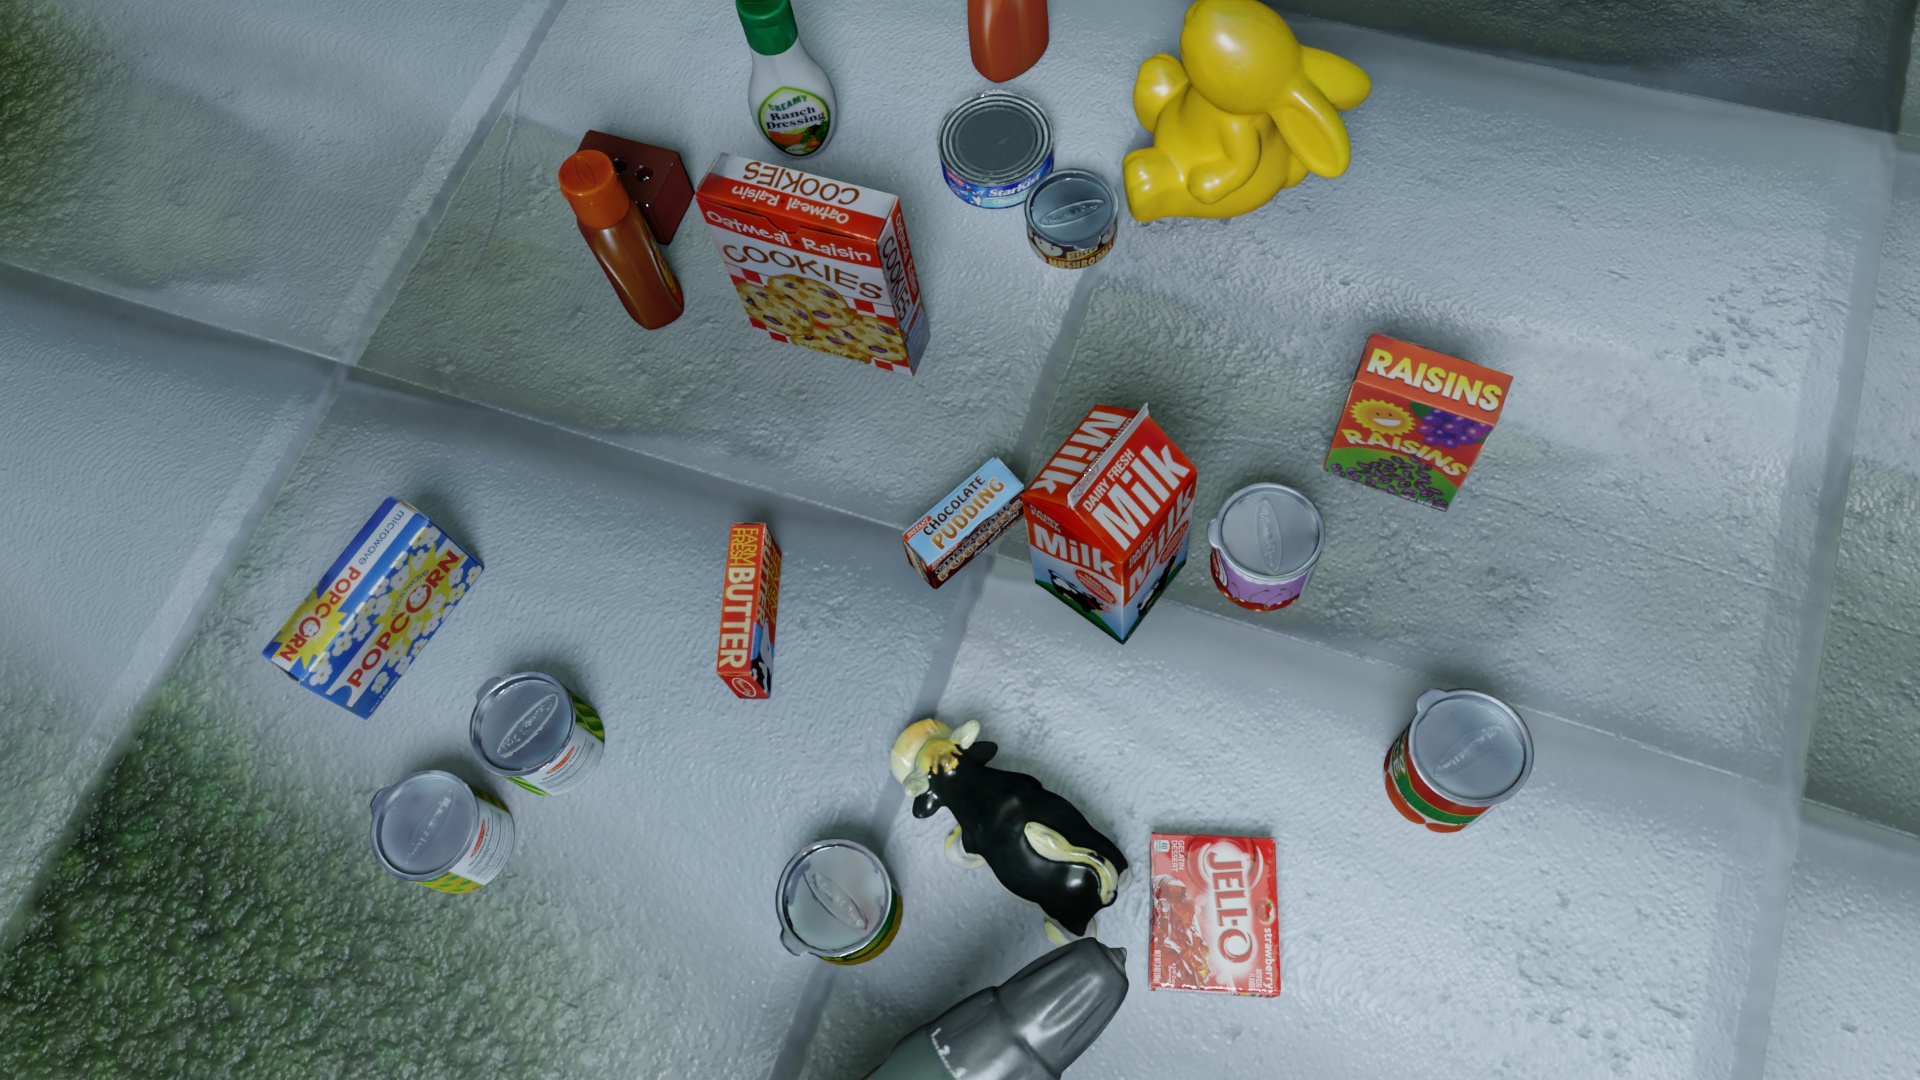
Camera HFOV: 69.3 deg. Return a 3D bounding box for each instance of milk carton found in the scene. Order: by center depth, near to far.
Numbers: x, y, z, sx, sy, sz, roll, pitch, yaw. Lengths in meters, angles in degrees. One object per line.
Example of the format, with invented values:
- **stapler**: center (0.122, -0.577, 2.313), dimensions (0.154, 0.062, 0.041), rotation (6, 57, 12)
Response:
- **milk carton**: center (0.088, -0.013, 0.817), dimensions (0.073, 0.190, 0.072), rotation (35, 75, 18)

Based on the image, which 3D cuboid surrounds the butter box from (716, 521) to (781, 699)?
- **butter box**: center (-0.134, 0.045, 0.889), dimensions (0.024, 0.053, 0.104), rotation (-1, 67, 6)

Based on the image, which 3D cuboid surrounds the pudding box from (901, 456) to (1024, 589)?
- **pudding box**: center (0.003, -0.011, 0.901), dimensions (0.084, 0.049, 0.030), rotation (-40, 69, -11)

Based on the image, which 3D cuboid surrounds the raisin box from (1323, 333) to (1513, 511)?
- **raisin box**: center (0.279, -0.071, 0.859), dimensions (0.086, 0.123, 0.040), rotation (21, 71, 14)

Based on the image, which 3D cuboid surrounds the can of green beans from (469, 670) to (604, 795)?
- **can of green beans**: center (-0.263, 0.121, 0.867), dimensions (0.071, 0.057, 0.071), rotation (-2, 67, 5)

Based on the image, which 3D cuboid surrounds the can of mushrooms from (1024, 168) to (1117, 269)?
- **can of mushrooms**: center (0.080, -0.228, 0.994), dimensions (0.071, 0.033, 0.071), rotation (-2, 67, 5)

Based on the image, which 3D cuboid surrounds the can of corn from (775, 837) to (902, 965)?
- **can of corn**: center (-0.071, 0.213, 0.808), dimensions (0.071, 0.058, 0.071), rotation (-2, 67, 5)

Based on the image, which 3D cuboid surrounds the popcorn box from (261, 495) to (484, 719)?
- **popcorn box**: center (-0.375, 0.044, 0.896), dimensions (0.038, 0.085, 0.127), rotation (28, 73, 16)

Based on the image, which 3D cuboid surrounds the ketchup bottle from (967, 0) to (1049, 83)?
- **ketchup bottle**: center (0.033, -0.404, 1.011), dimensions (0.065, 0.148, 0.043), rotation (-41, 70, -11)

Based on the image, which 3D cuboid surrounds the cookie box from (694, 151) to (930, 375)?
- **cookie box**: center (-0.092, -0.178, 0.917), dimensions (0.123, 0.167, 0.040), rotation (16, 70, 12)

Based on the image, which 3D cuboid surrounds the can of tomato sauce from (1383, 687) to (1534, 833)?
- **can of tomato sauce**: center (0.281, 0.127, 0.797), dimensions (0.071, 0.082, 0.071), rotation (-2, 67, 5)

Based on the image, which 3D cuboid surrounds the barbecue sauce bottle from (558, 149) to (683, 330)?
- **barbecue sauce bottle**: center (-0.234, -0.207, 0.954), dimensions (0.044, 0.148, 0.065), rotation (-27, 67, -6)

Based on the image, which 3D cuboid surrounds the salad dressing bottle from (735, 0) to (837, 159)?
- **salad dressing bottle**: center (-0.128, -0.337, 1.000), dimensions (0.064, 0.147, 0.044), rotation (-10, 67, 2)

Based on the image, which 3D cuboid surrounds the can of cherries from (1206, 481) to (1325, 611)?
- **can of cherries**: center (0.189, 0.004, 0.871), dimensions (0.071, 0.058, 0.072), rotation (-2, 67, 5)

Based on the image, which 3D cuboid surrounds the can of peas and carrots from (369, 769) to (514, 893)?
- **can of peas and carrots**: center (-0.317, 0.178, 0.848), dimensions (0.071, 0.058, 0.071), rotation (-2, 67, 5)
